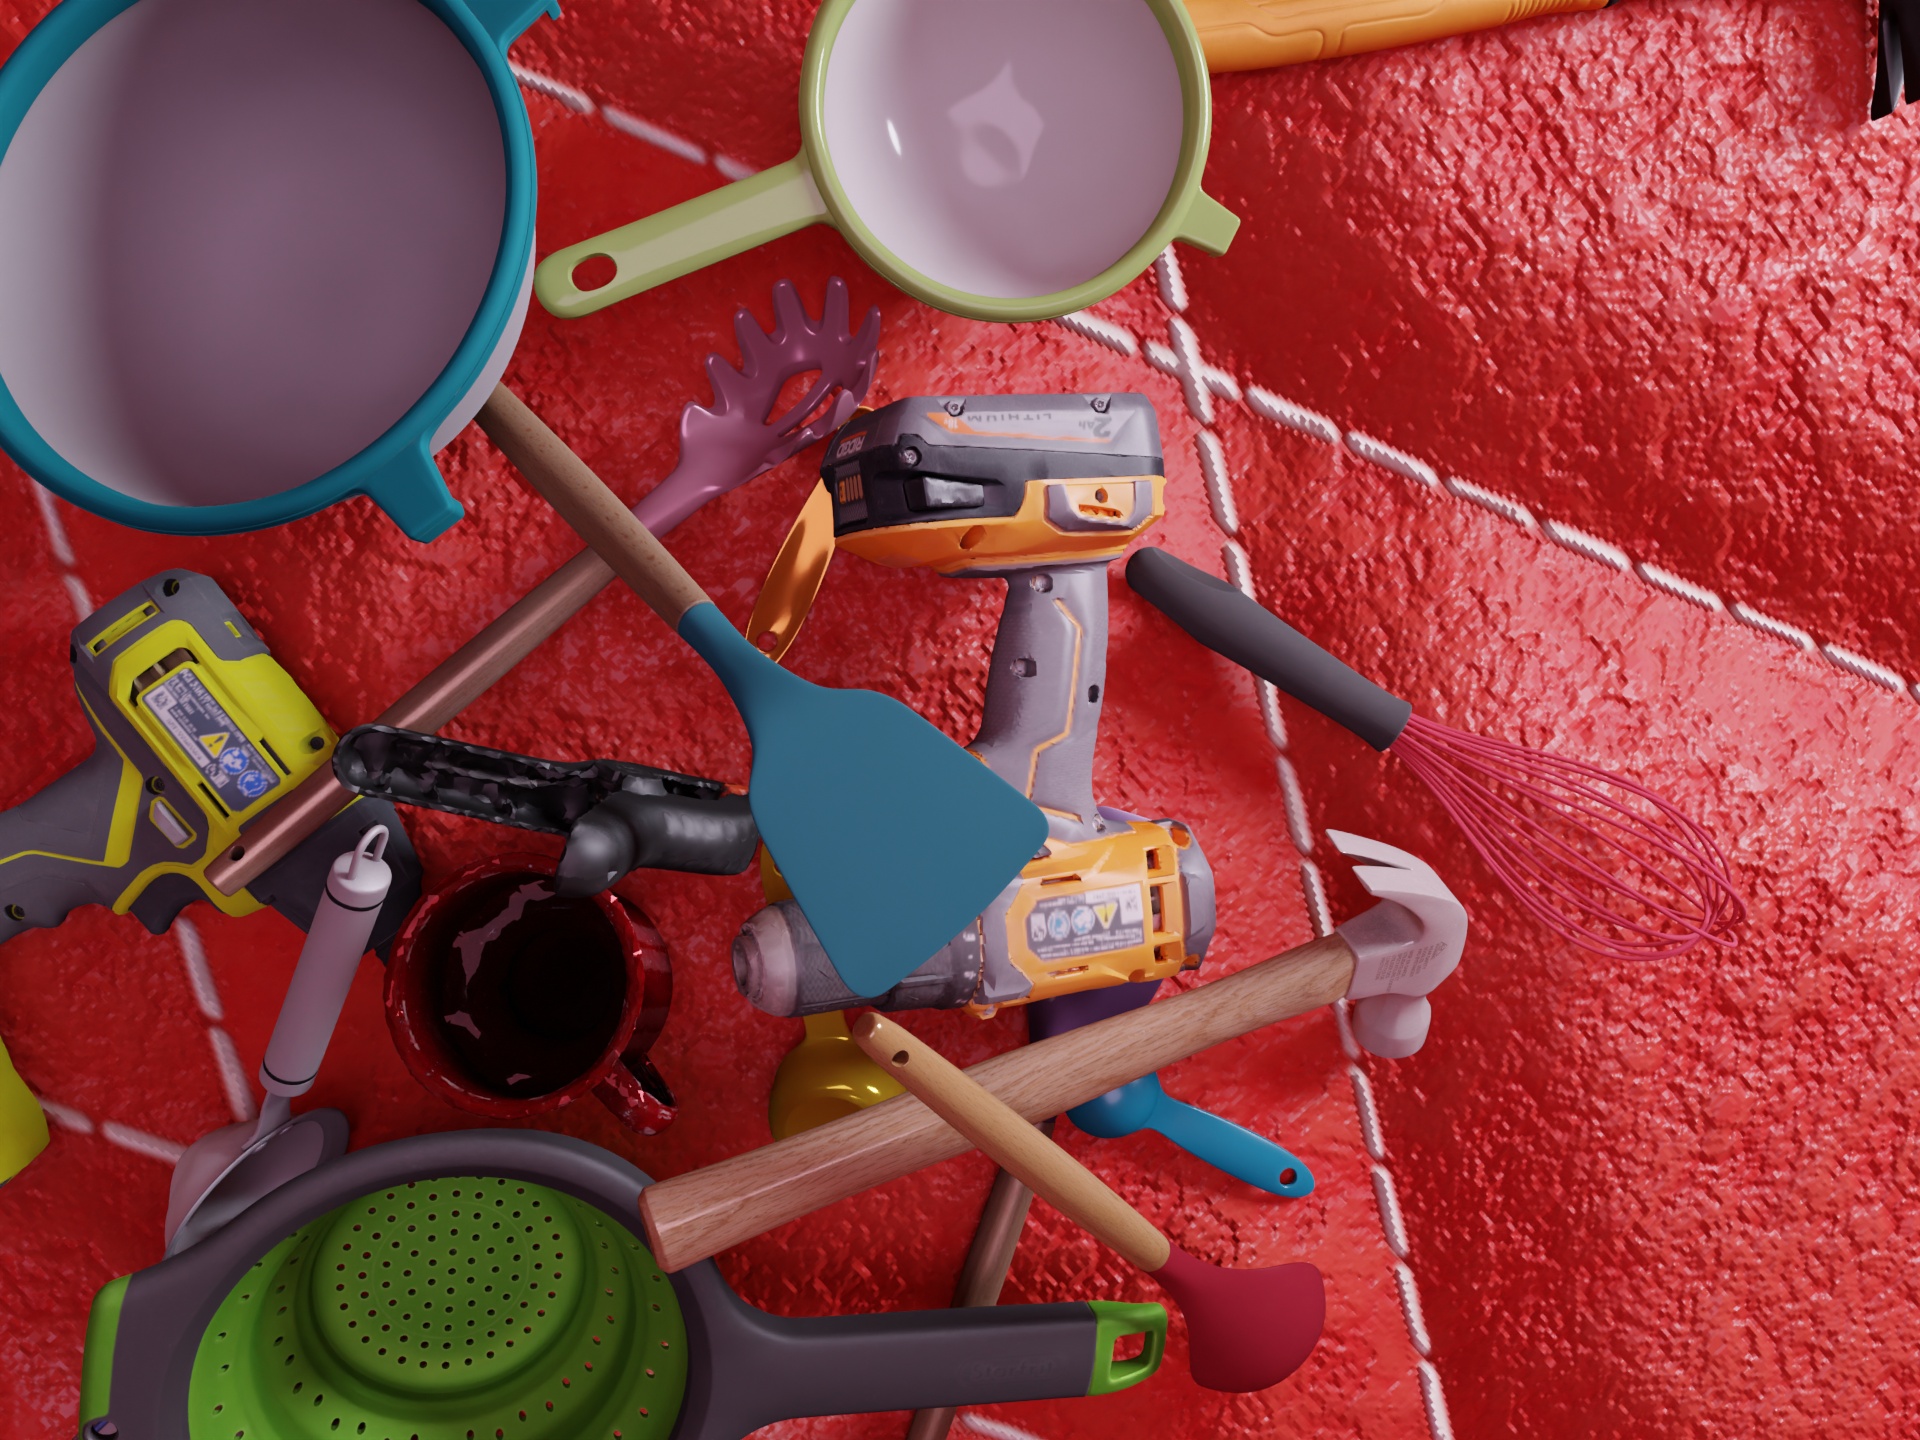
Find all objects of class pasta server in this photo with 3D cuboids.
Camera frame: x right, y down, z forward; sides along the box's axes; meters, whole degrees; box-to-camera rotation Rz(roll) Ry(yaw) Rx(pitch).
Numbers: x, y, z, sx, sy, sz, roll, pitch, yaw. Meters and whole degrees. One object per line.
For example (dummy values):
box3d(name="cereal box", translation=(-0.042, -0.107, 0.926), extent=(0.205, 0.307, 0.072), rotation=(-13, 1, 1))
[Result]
box3d(name="pasta server", translation=(-0.149, -0.051, 0.585), extent=(0.316, 0.040, 0.060), rotation=(-43, 68, -13))

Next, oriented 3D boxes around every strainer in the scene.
box3d(name="strainer", translation=(-0.295, -0.166, 0.572), extent=(0.340, 0.095, 0.211), rotation=(7, 84, 11))
box3d(name="strainer", translation=(-0.035, -0.202, 0.598), extent=(0.256, 0.069, 0.151), rotation=(-23, 97, -3))
box3d(name="strainer", translation=(-0.243, 0.128, 0.571), extent=(0.050, 0.087, 0.258), rotation=(38, 121, 11))

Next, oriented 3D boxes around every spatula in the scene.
box3d(name="spatula", translation=(0.027, 0.190, 0.667), extent=(0.059, 0.018, 0.316), rotation=(19, 92, -12))
box3d(name="spatula", translation=(-0.103, -0.044, 0.552), extent=(0.082, 0.044, 0.318), rotation=(-43, 63, -5))

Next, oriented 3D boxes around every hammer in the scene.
box3d(name="hammer", translation=(0.225, -0.287, 0.636), extent=(0.337, 0.034, 0.127), rotation=(-10, 95, -5))
box3d(name="hammer", translation=(0.044, 0.126, 0.588), extent=(0.331, 0.031, 0.130), rotation=(-17, 136, -17))

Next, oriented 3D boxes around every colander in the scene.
box3d(name="colander", translation=(-0.115, 0.236, 0.625), extent=(0.397, 0.094, 0.204), rotation=(3, 101, -17))

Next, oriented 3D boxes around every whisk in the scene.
box3d(name="whisk", translation=(0.193, 0.013, 0.650), extent=(0.296, 0.073, 0.073), rotation=(32, 91, -3))

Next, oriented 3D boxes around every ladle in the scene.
box3d(name="ladle", translation=(0.059, 0.186, 0.590), extent=(0.069, 0.031, 0.315), rotation=(-46, 126, -2))

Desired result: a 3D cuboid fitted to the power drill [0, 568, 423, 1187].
box3d(name="power drill", translation=(-0.323, 0.075, 0.591), extent=(0.223, 0.080, 0.171), rotation=(-37, 98, -5))

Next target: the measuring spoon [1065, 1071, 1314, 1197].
box3d(name="measuring spoon", translation=(0.100, 0.173, 0.664), extent=(0.128, 0.021, 0.042), rotation=(29, 88, -15))

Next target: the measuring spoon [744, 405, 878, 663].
box3d(name="measuring spoon", translation=(-0.060, -0.072, 0.639), extent=(0.021, 0.011, 0.117), rotation=(24, 96, -8))

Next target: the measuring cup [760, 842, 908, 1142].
box3d(name="measuring cup", translation=(-0.057, 0.115, 0.618), extent=(0.062, 0.029, 0.156), rotation=(-6, 117, 8))

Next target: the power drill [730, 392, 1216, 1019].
box3d(name="power drill", translation=(-0.001, -0.002, 0.590), extent=(0.185, 0.084, 0.226), rotation=(-6, 93, -25))
